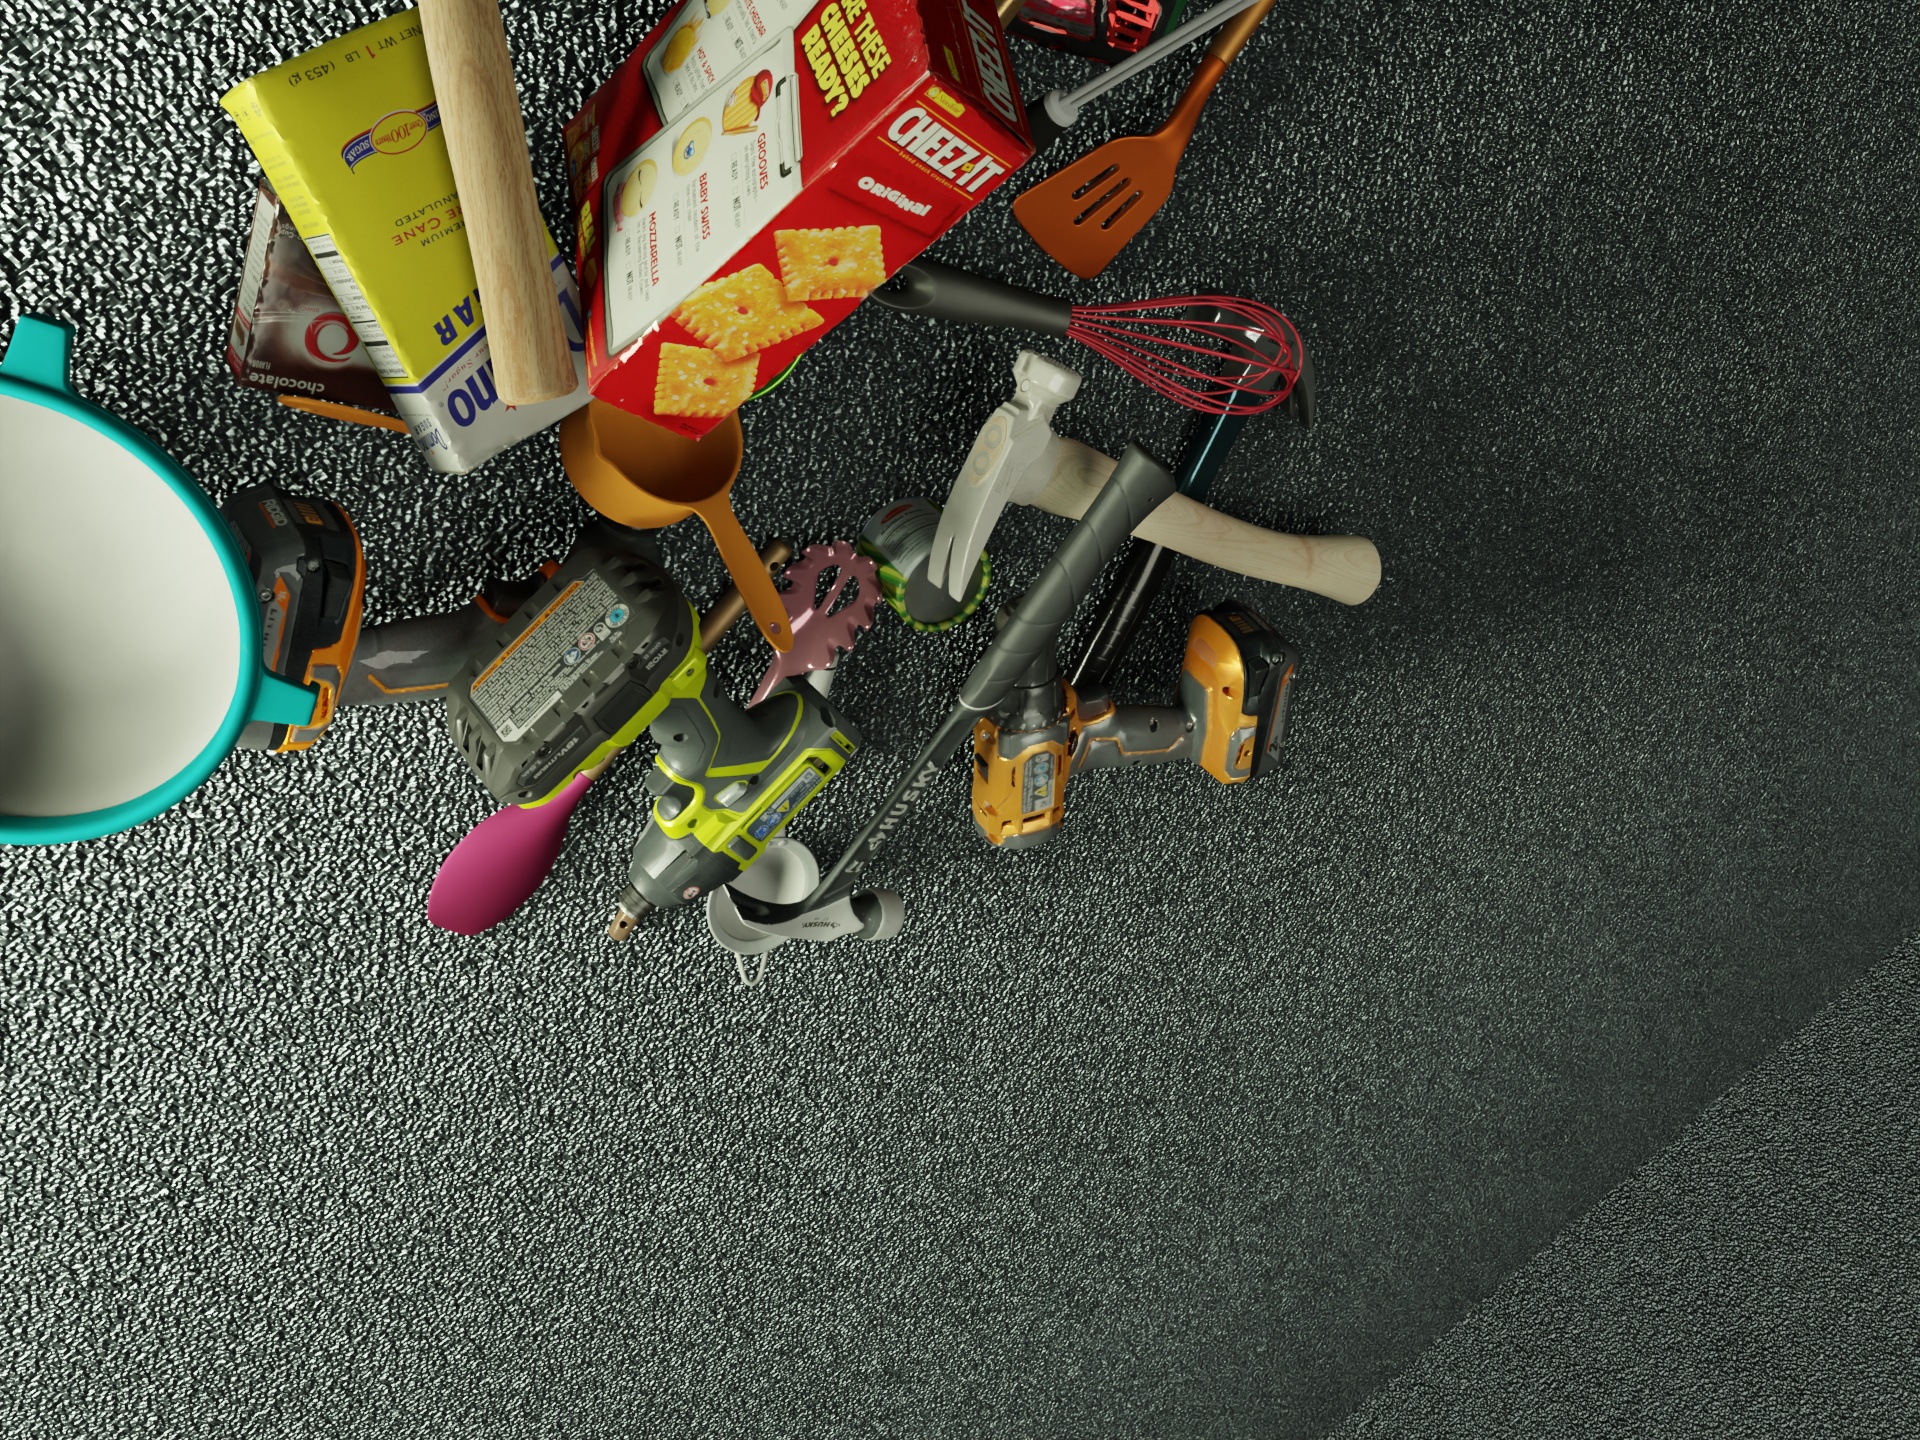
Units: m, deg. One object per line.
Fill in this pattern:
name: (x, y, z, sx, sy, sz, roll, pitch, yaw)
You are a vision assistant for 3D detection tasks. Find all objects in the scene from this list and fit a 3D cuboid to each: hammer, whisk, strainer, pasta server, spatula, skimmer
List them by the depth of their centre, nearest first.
hammer: (-0.201, -0.295, 0.640, 0.130, 0.031, 0.331, -18, 113, -27)
strainer: (-0.463, -0.033, 0.695, 0.340, 0.095, 0.210, -24, 116, 4)
skimmer: (0.089, -0.344, 0.748, 0.363, 0.090, 0.127, -18, 172, 40)
spatula: (0.153, -0.395, 0.897, 0.081, 0.041, 0.322, 29, 99, -45)
whisk: (0.076, -0.229, 0.925, 0.295, 0.073, 0.073, 6, 120, -24)
hammer: (-0.002, -0.003, 0.972, 0.149, 0.036, 0.408, 5, 131, -46)
pasta server: (-0.143, 0.019, 0.999, 0.060, 0.040, 0.316, 33, 107, -4)
hammer: (0.151, -0.116, 1.042, 0.410, 0.038, 0.146, 10, 112, -45)
strainer: (-0.117, 0.053, 1.044, 0.086, 0.050, 0.258, 0, 117, -40)
hammer: (0.137, -0.125, 1.090, 0.128, 0.033, 0.331, 9, 118, -39)

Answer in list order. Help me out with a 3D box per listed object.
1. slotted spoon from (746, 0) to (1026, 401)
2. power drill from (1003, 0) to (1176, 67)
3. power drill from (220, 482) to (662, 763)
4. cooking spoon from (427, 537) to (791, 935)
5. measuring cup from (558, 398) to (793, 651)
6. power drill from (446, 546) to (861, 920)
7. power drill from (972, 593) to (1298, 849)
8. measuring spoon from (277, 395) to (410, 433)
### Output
slotted spoon: (-0.037, -0.285, 0.796, 0.070, 0.031, 0.313, 18, 125, -45)
power drill: (0.059, -0.434, 0.750, 0.143, 0.079, 0.219, 9, 124, -18)
power drill: (-0.263, -0.056, 0.825, 0.226, 0.084, 0.164, 4, 120, -43)
cooking spoon: (-0.210, 0.013, 0.959, 0.319, 0.017, 0.068, -48, 137, 7)
measuring cup: (-0.143, -0.107, 0.827, 0.095, 0.052, 0.173, -35, 101, -41)
power drill: (-0.165, 0.019, 0.867, 0.171, 0.080, 0.223, -46, 147, -2)
power drill: (0.113, -0.018, 1.081, 0.226, 0.084, 0.185, -14, 128, -19)
measuring spoon: (-0.277, -0.139, 0.764, 0.116, 0.021, 0.011, 5, 89, -61)
